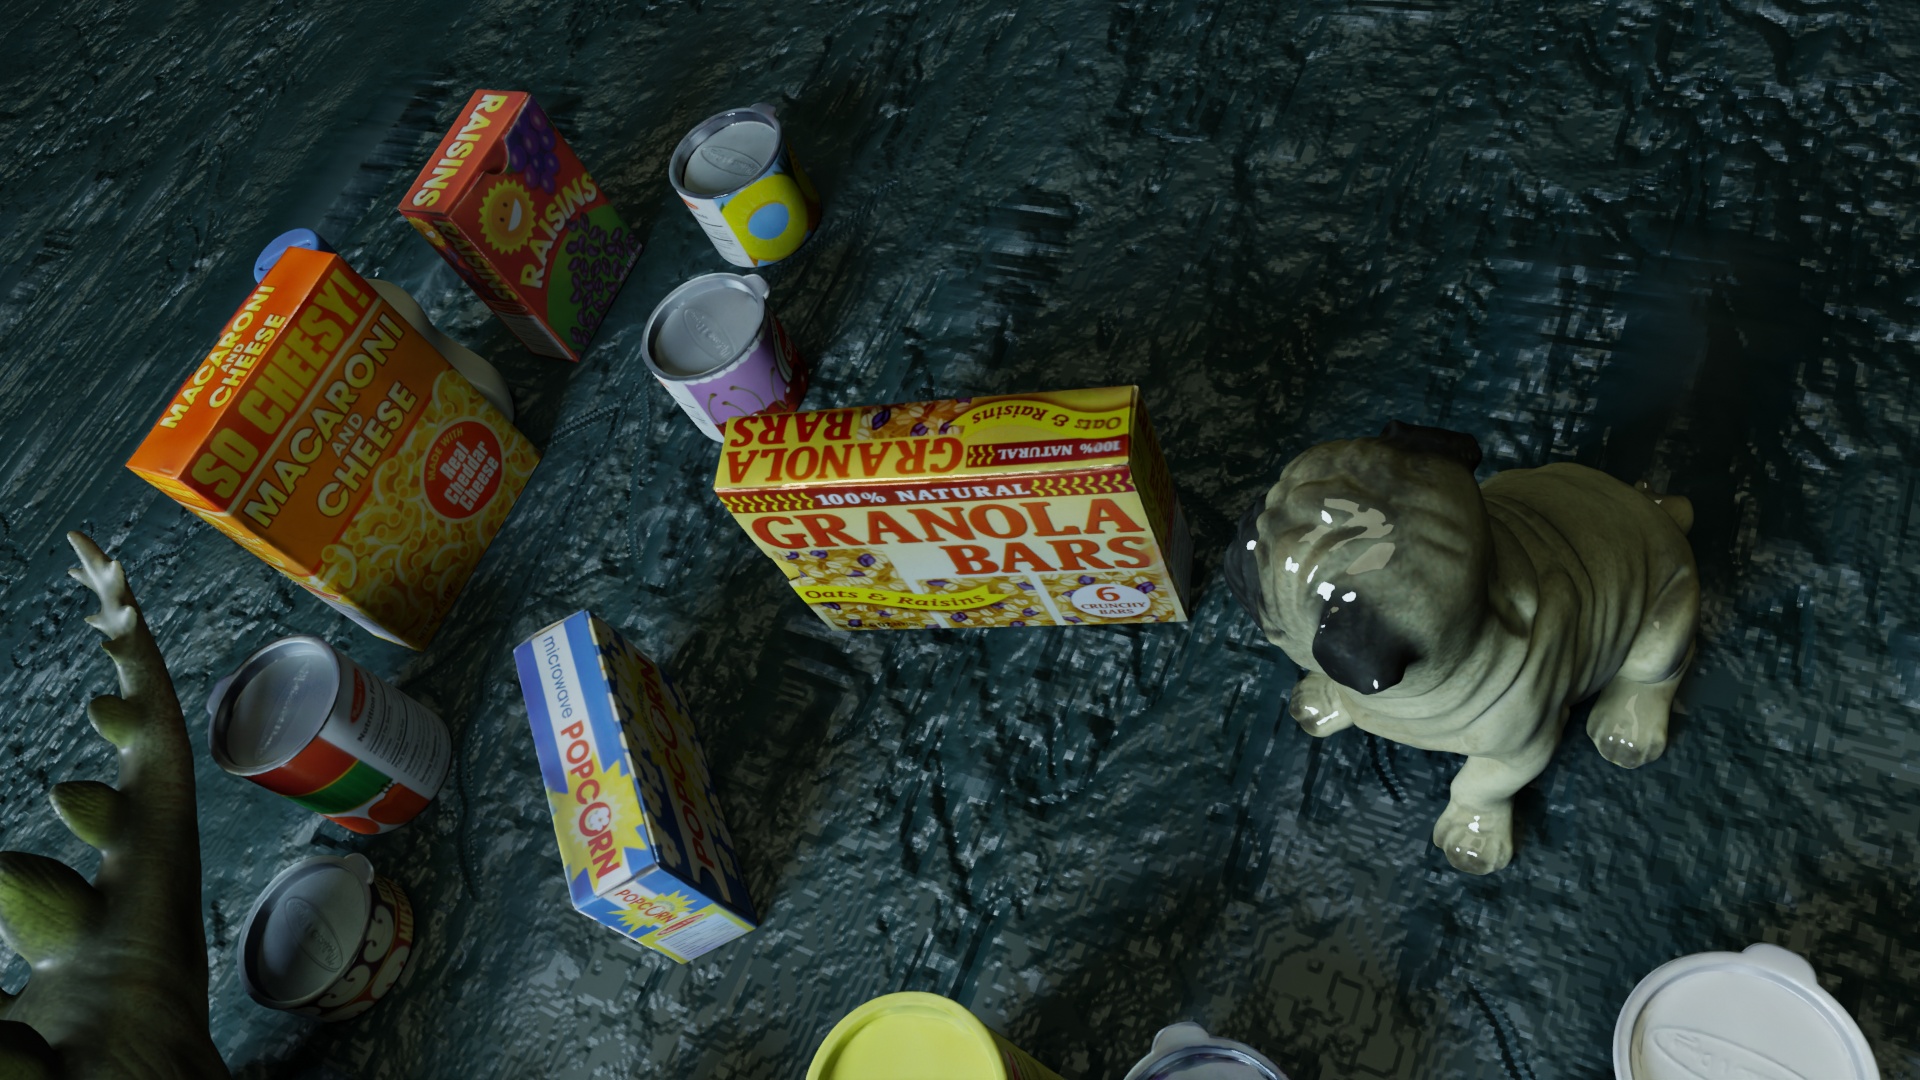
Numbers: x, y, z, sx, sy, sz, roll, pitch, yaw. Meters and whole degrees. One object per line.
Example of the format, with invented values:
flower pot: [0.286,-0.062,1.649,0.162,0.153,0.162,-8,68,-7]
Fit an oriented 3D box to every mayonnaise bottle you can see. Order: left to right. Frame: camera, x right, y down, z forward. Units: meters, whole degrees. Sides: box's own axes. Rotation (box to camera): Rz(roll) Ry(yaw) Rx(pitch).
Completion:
mayonnaise bottle: [-0.295,-0.099,0.714,0.065,0.147,0.041,-25,55,4]

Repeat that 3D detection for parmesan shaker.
parmesan shaker: [-0.002,0.195,0.453,0.071,0.102,0.071,-9,57,15]

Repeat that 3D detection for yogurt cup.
yogurt cup: [0.231,0.163,0.416,0.072,0.053,0.073,-9,57,15]

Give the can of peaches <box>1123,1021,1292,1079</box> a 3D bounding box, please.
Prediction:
can of peaches: [0.084,0.197,0.447,0.071,0.058,0.071,-9,57,15]

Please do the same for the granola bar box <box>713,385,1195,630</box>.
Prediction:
granola bar box: [0.002,-0.007,0.563,0.165,0.123,0.039,-3,59,19]

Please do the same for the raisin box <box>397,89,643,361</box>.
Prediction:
raisin box: [-0.232,-0.167,0.748,0.040,0.123,0.086,12,65,26]

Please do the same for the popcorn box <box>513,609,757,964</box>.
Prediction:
popcorn box: [-0.134,0.100,0.570,0.038,0.085,0.127,-29,54,2]

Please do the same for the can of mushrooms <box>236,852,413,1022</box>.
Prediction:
can of mushrooms: [-0.276,0.173,0.610,0.071,0.033,0.071,-9,57,15]

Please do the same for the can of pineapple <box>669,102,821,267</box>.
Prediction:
can of pineapple: [-0.115,-0.194,0.761,0.071,0.057,0.071,-9,57,15]

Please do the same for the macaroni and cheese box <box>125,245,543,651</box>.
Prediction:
macaroni and cheese box: [-0.288,-0.039,0.663,0.040,0.166,0.124,13,65,26]

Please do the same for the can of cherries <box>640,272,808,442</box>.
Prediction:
can of cherries: [-0.115,-0.092,0.698,0.071,0.058,0.072,-9,57,15]

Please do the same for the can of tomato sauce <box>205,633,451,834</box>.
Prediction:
can of tomato sauce: [-0.287,0.091,0.634,0.071,0.082,0.071,-9,57,15]
